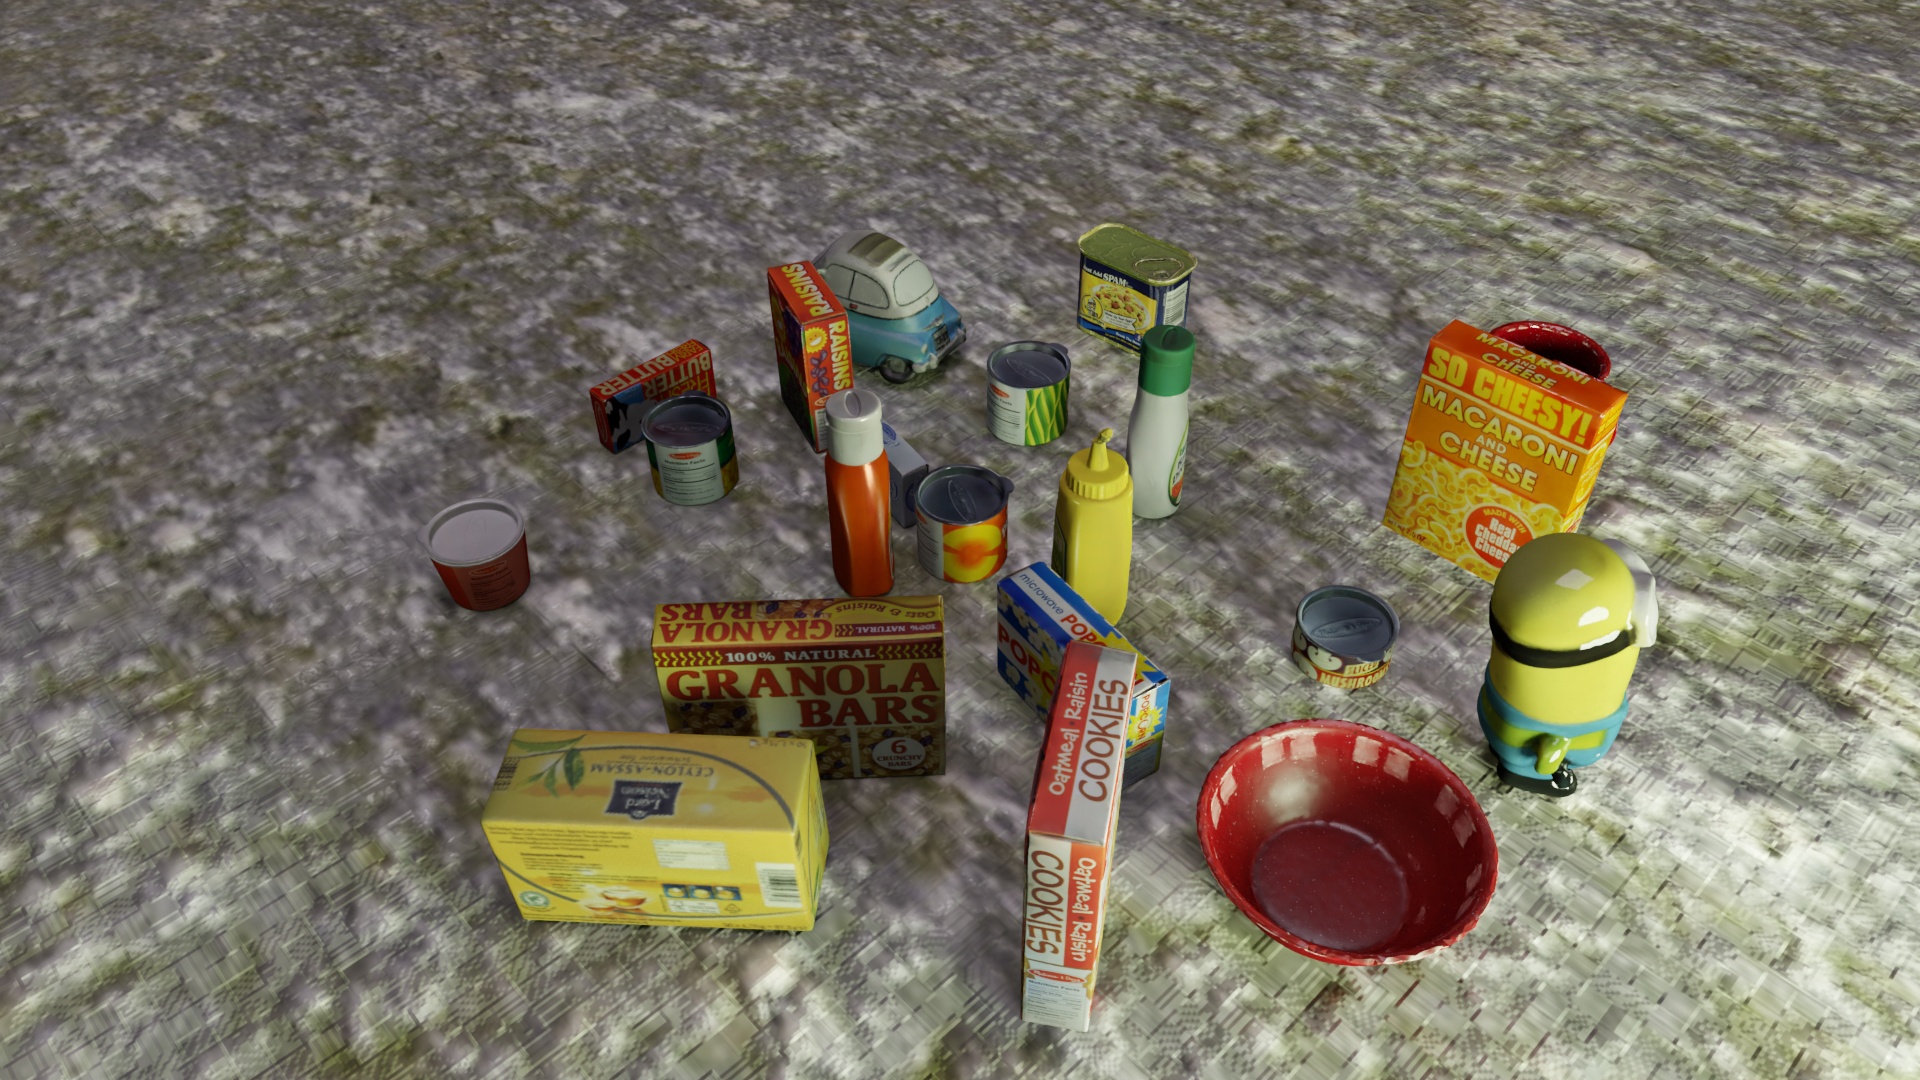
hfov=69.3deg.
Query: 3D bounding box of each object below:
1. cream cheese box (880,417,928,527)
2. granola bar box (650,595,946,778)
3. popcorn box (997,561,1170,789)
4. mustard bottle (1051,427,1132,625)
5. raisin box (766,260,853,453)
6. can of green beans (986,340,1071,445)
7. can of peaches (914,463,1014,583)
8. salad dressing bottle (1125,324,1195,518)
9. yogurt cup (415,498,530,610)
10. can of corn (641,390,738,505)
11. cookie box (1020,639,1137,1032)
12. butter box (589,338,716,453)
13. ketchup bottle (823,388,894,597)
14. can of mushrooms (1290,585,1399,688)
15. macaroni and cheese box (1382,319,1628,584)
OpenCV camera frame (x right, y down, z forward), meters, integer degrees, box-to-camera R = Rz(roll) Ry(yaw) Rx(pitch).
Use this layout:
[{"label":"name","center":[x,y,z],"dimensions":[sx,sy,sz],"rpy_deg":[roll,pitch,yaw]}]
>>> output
[{"label":"cream cheese box","center":[-0.059,-0.060,1.045],"dimensions":[0.024,0.053,0.104],"rpy_deg":[-24,47,-24]},{"label":"granola bar box","center":[-0.091,0.090,0.825],"dimensions":[0.166,0.123,0.039],"rpy_deg":[-2,42,-2]},{"label":"popcorn box","center":[0.072,0.083,0.861],"dimensions":[0.038,0.084,0.127],"rpy_deg":[-25,47,-25]},{"label":"mustard bottle","center":[0.086,-0.012,0.911],"dimensions":[0.049,0.159,0.065],"rpy_deg":[-6,42,-6]},{"label":"raisin box","center":[-0.116,-0.144,1.087],"dimensions":[0.040,0.122,0.086],"rpy_deg":[-17,44,-17]},{"label":"can of green beans","center":[0.054,-0.117,1.104],"dimensions":[0.071,0.057,0.071],"rpy_deg":[0,42,0]},{"label":"can of peaches","center":[0.004,-0.012,0.988],"dimensions":[0.071,0.057,0.071],"rpy_deg":[0,42,0]},{"label":"salad dressing bottle","center":[0.143,-0.084,1.000],"dimensions":[0.044,0.146,0.064],"rpy_deg":[11,43,13]},{"label":"yogurt cup","center":[-0.333,0.012,0.967],"dimensions":[0.072,0.053,0.073],"rpy_deg":[0,42,0]},{"label":"can of corn","center":[-0.204,-0.070,1.054],"dimensions":[0.071,0.058,0.071],"rpy_deg":[0,42,0]},{"label":"cookie box","center":[0.059,0.154,0.721],"dimensions":[0.040,0.166,0.123],"rpy_deg":[8,43,9]},{"label":"butter box","center":[-0.244,-0.116,1.110],"dimensions":[0.104,0.052,0.024],"rpy_deg":[-34,52,-31]},{"label":"ketchup bottle","center":[-0.070,-0.033,0.945],"dimensions":[0.043,0.148,0.065],"rpy_deg":[-9,43,-10]},{"label":"can of mushrooms","center":[0.254,0.065,0.917],"dimensions":[0.071,0.033,0.071],"rpy_deg":[0,42,0]},{"label":"macaroni and cheese box","center":[0.366,-0.053,0.950],"dimensions":[0.124,0.165,0.040],"rpy_deg":[33,52,32]}]
